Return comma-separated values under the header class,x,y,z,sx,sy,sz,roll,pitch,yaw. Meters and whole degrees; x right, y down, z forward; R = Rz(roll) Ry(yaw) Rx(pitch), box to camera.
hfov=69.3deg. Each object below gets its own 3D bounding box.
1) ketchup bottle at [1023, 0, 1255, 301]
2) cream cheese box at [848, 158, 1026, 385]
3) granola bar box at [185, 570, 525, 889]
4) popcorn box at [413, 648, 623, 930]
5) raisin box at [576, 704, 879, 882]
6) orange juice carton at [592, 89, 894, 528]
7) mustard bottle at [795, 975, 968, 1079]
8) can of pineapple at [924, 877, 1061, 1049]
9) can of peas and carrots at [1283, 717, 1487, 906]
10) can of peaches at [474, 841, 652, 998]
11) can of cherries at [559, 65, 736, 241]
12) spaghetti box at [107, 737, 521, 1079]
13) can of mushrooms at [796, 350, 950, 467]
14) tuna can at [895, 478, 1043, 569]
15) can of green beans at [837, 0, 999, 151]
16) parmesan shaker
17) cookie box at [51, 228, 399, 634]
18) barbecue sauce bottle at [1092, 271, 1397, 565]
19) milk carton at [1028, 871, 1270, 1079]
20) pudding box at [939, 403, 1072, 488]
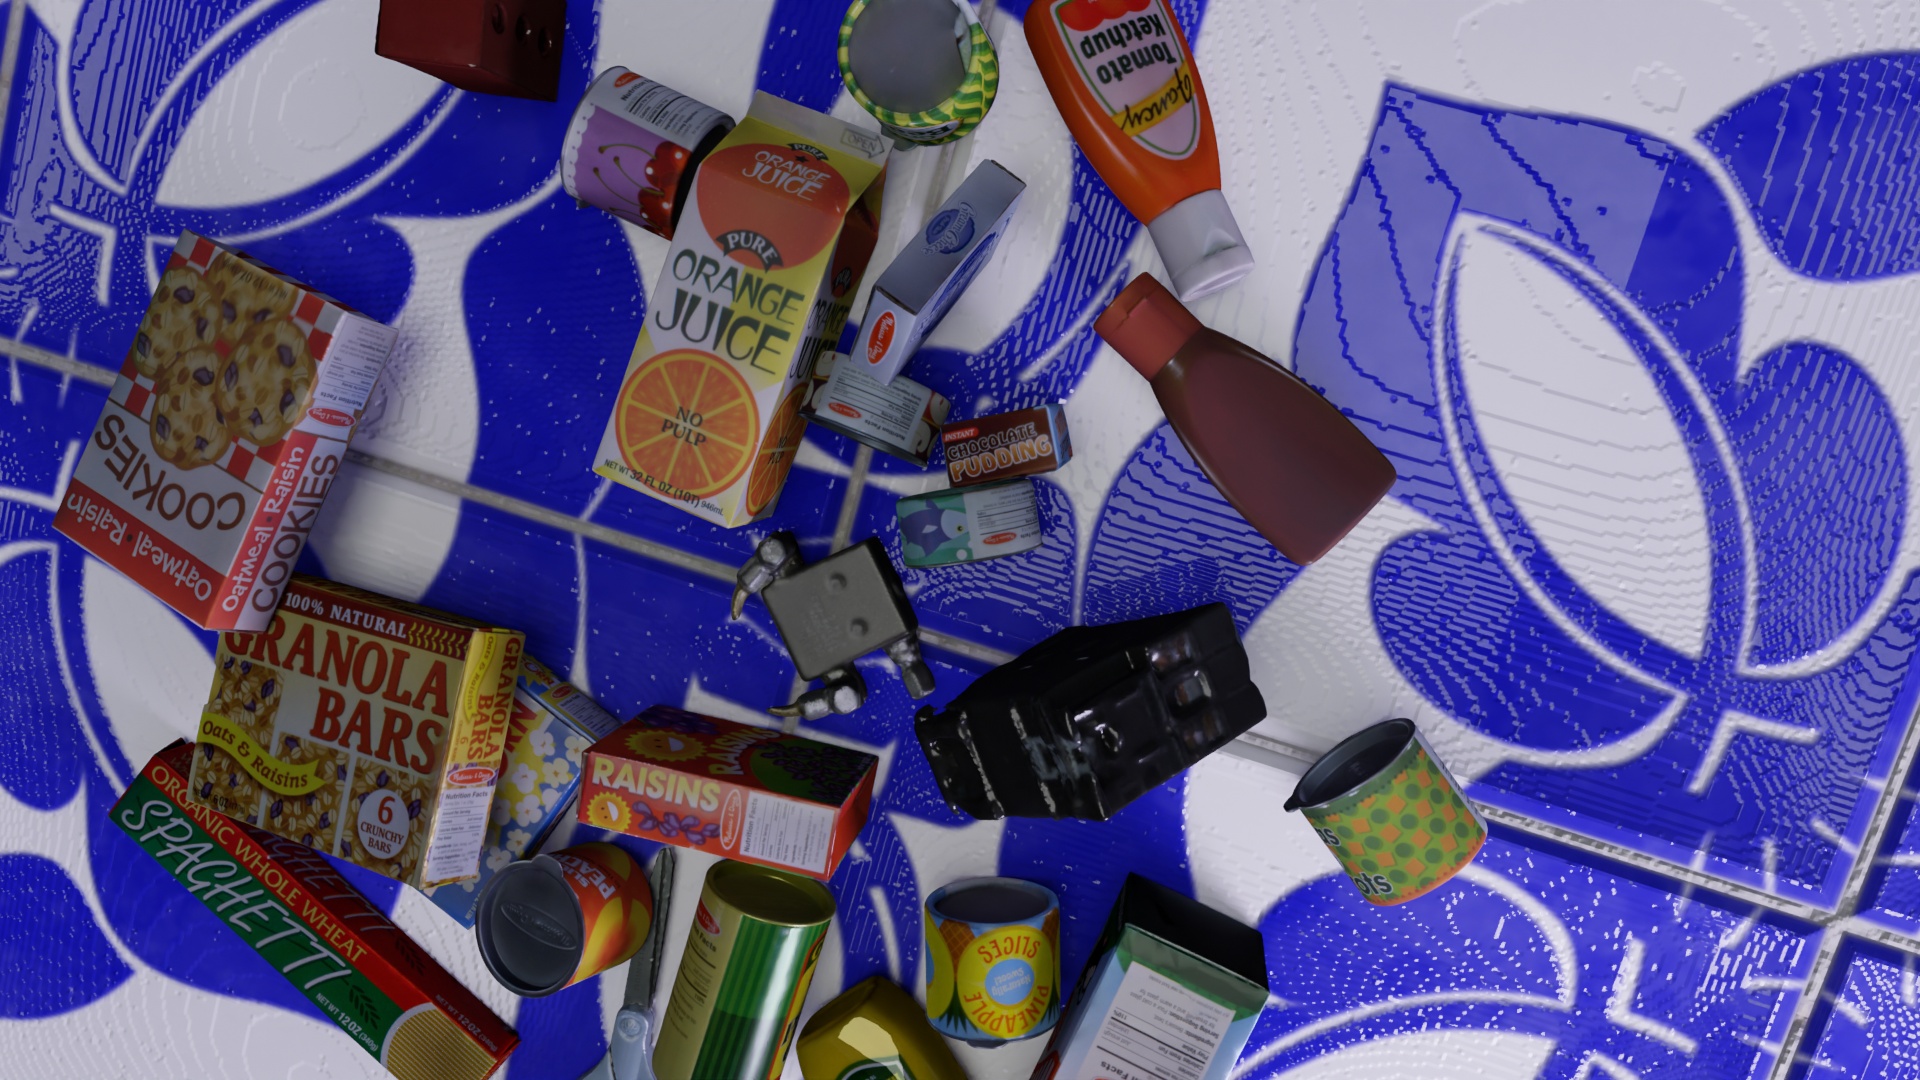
class,x,y,z,sx,sy,sz,roll,pitch,yaw
ketchup bottle,0.085,-0.181,0.621,0.065,0.043,0.149,-23,86,-11
cream cheese box,-0.010,-0.120,0.619,0.024,0.053,0.104,34,56,2
granola bar box,-0.303,0.088,0.689,0.165,0.039,0.124,11,88,24
popcorn box,-0.245,0.122,0.716,0.085,0.038,0.126,37,100,3
raisin box,-0.110,0.119,0.670,0.123,0.086,0.040,11,100,7
orange juice carton,-0.097,-0.108,0.651,0.072,0.073,0.192,23,98,6
mustard bottle,-0.015,0.298,0.693,0.065,0.049,0.160,-37,89,13
can of pineapple,0.016,0.201,0.668,0.071,0.071,0.057,0,96,9
can of peas and carrots,0.194,0.125,0.635,0.071,0.071,0.058,-36,91,11
can of peaches,-0.197,0.187,0.698,0.071,0.058,0.071,-1,88,23
can of cherries,-0.146,-0.179,0.657,0.058,0.071,0.071,25,99,4
spaghetti box,-0.347,0.207,0.745,0.250,0.029,0.050,41,99,2
can of mushrooms,-0.040,-0.061,0.652,0.071,0.071,0.033,21,89,6
tuna can,0.002,-0.008,0.652,0.071,0.071,0.033,-8,94,10
can of green beans,-0.018,-0.219,0.635,0.071,0.058,0.071,1,96,9
parmesan shaker,-0.109,0.219,0.693,0.071,0.071,0.103,19,99,6
cookie box,-0.366,-0.054,0.691,0.123,0.040,0.167,26,92,22
barbecue sauce bottle,0.126,-0.060,0.637,0.148,0.043,0.065,44,91,3
milk carton,0.073,0.267,0.666,0.073,0.072,0.190,25,98,5
pudding box,0.023,-0.044,0.634,0.049,0.084,0.030,-10,95,10
